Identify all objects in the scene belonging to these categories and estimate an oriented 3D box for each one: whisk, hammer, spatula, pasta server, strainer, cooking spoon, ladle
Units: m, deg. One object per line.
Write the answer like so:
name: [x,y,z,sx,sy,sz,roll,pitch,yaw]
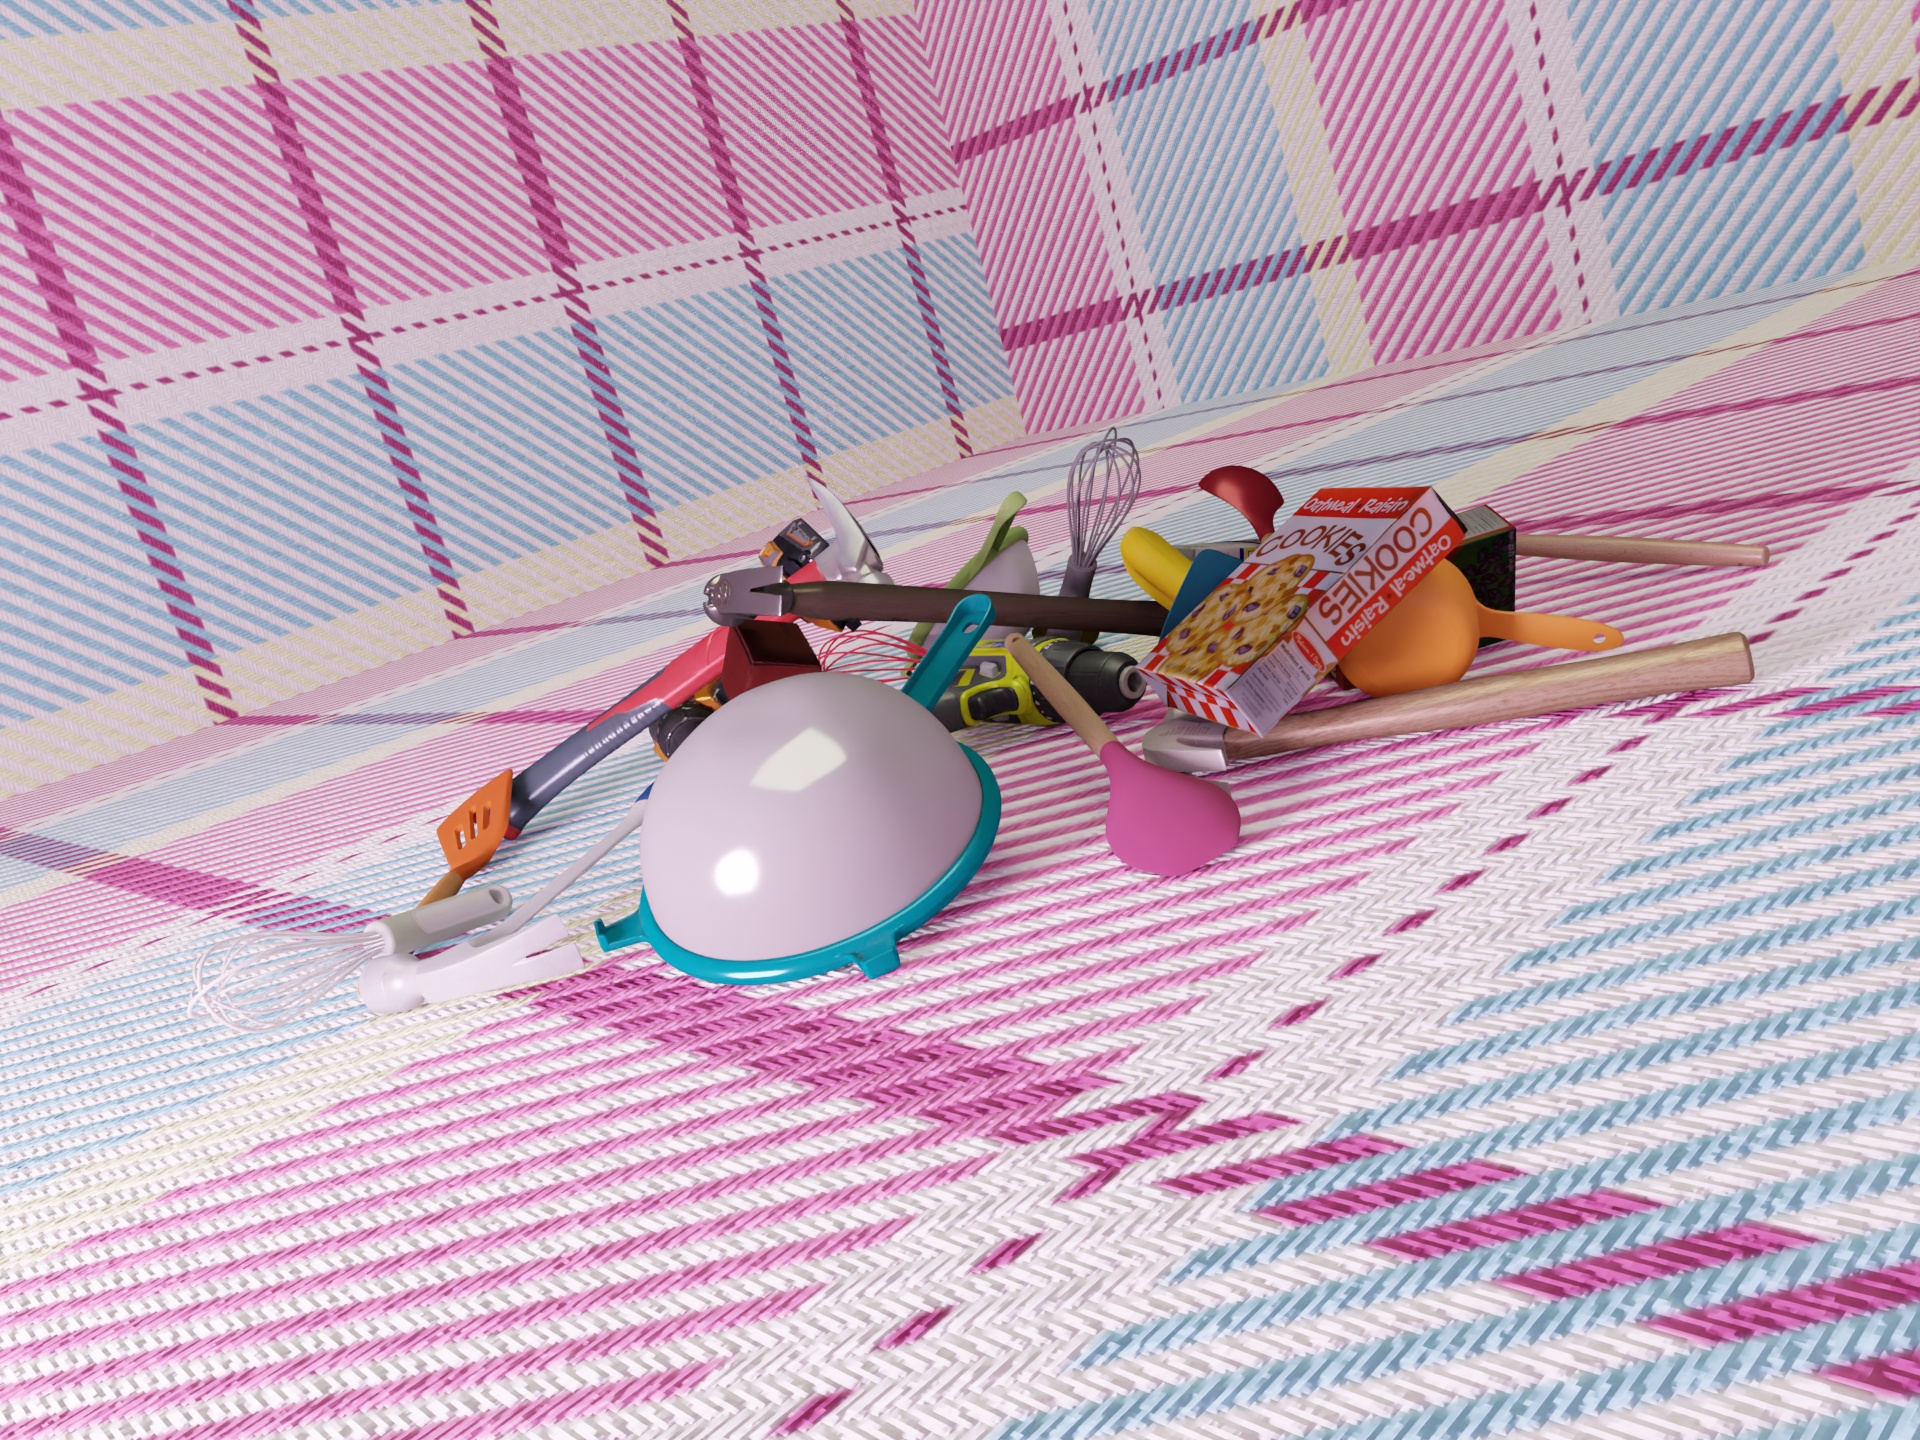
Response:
whisk: [-0.354,0.134,0.952,0.059,0.058,0.246,-43,-11,23]
whisk: [-0.016,-0.042,1.297,0.296,0.073,0.073,0,20,40]
hammer: [0.262,-0.006,0.892,0.331,0.031,0.130,-10,14,22]
whisk: [0.094,-0.123,1.218,0.055,0.238,0.055,6,46,-6]
spatula: [-0.369,0.115,1.113,0.081,0.041,0.323,-38,13,8]
pasta server: [0.422,-0.134,1.153,0.060,0.040,0.316,15,-2,-42]
strainer: [0.036,-0.110,1.334,0.151,0.069,0.256,-44,-6,-22]
hammer: [-0.208,0.064,1.048,0.144,0.035,0.405,-13,18,29]
spatula: [0.237,-0.102,1.095,0.044,0.082,0.317,33,32,23]
cooking spoon: [0.079,0.008,0.934,0.069,0.017,0.319,-27,28,-4]
strainer: [-0.065,-0.001,0.906,0.211,0.095,0.340,0,38,30]
hammer: [-0.233,-0.038,1.261,0.386,0.038,0.143,-35,56,5]
hammer: [0.032,-0.080,1.142,0.410,0.038,0.146,1,1,-23]
ladle: [0.236,-0.121,1.187,0.069,0.031,0.316,6,34,-9]

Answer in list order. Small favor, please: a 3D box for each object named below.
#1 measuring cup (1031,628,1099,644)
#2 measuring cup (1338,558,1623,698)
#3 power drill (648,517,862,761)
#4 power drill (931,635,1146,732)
measuring cup: [0.061,-0.048,1.333,0.062,0.029,0.156,-2,31,49]
measuring cup: [0.308,-0.049,0.950,0.173,0.095,0.052,7,29,11]
power drill: [-0.173,-0.051,1.327,0.226,0.084,0.185,-46,25,2]
power drill: [-0.002,-0.004,1.098,0.228,0.080,0.191,-22,14,-34]
